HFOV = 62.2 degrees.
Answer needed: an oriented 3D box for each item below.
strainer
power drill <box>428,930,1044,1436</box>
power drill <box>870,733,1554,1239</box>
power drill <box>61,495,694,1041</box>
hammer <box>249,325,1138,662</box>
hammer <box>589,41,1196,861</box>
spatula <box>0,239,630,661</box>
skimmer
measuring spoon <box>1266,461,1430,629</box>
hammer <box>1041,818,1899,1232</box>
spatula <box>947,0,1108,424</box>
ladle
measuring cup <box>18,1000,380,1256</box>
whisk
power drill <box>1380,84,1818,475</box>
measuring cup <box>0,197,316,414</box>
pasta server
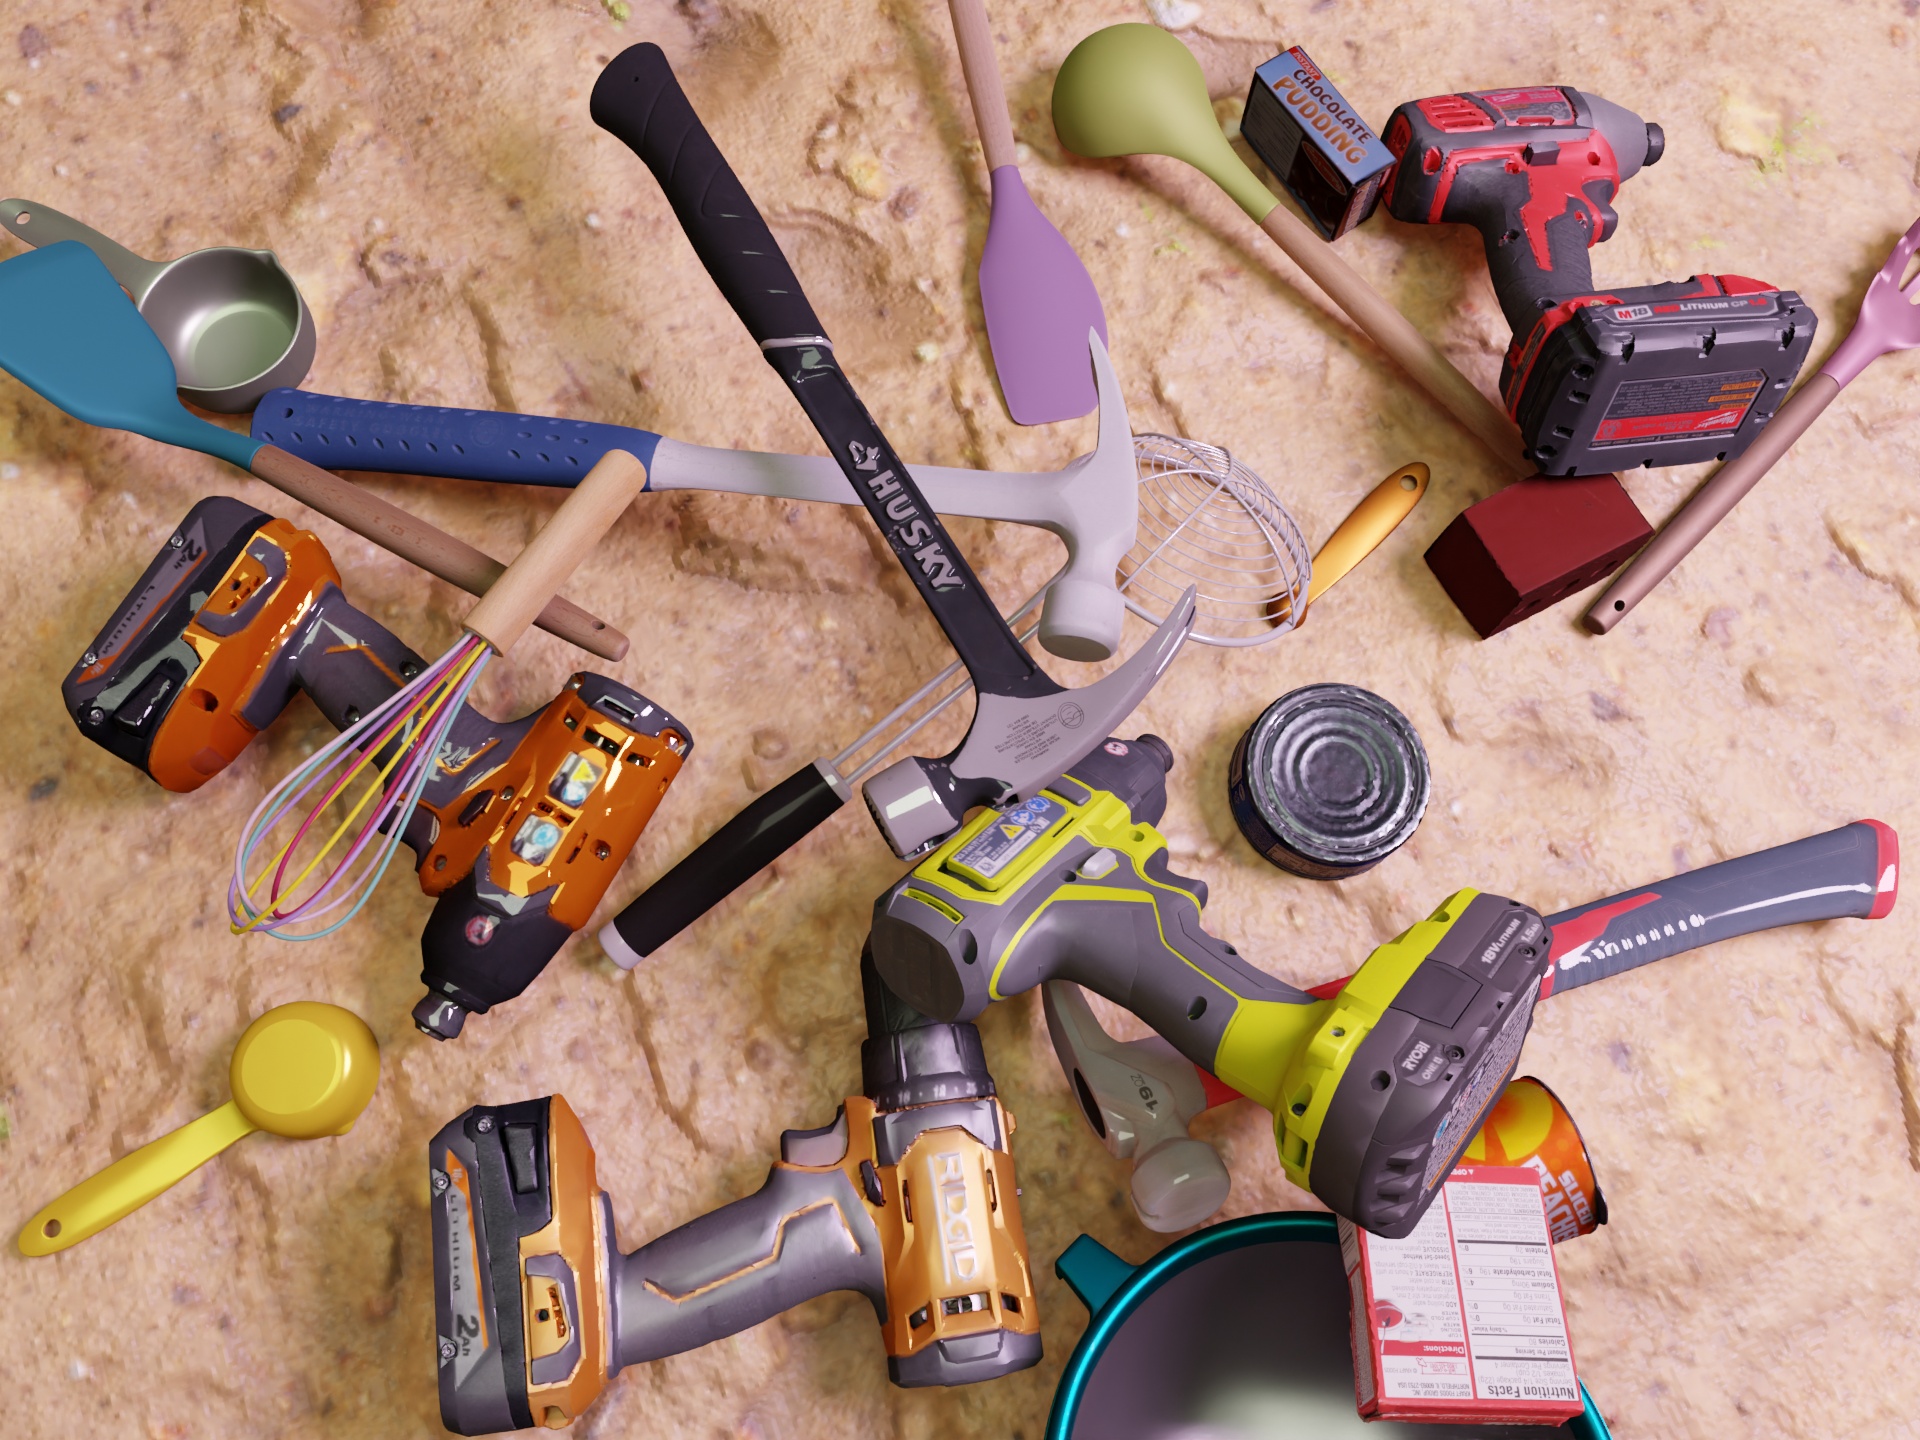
[{"bbox_3d":[0.195,0.302,0.593,0.340,0.095,0.211,2,53,-3],"label":"strainer"},{"bbox_3d":[-0.089,0.179,0.635,0.226,0.084,0.185,-6,72,-9],"label":"power drill"},{"bbox_3d":[0.101,0.084,0.619,0.223,0.080,0.171,25,44,30],"label":"power drill"},{"bbox_3d":[-0.250,0.021,0.674,0.226,0.084,0.164,28,73,2],"label":"power drill"},{"bbox_3d":[-0.121,-0.117,0.705,0.405,0.035,0.144,7,71,11],"label":"hammer"},{"bbox_3d":[-0.055,-0.145,0.668,0.149,0.036,0.409,-29,68,-4],"label":"hammer"},{"bbox_3d":[-0.281,-0.109,0.688,0.317,0.044,0.082,28,42,4],"label":"spatula"},{"bbox_3d":[-0.001,-0.002,0.718,0.363,0.090,0.127,-38,68,-2],"label":"skimmer"},{"bbox_3d":[0.188,-0.086,0.762,0.021,0.011,0.117,43,76,10],"label":"measuring spoon"},{"bbox_3d":[0.227,0.095,0.684,0.386,0.038,0.143,-14,45,-13],"label":"hammer"},{"bbox_3d":[0.019,-0.300,0.801,0.060,0.018,0.316,-12,82,-7],"label":"spatula"},{"bbox_3d":[0.171,-0.230,0.797,0.320,0.062,0.078,45,84,3],"label":"ladle"},{"bbox_3d":[-0.314,0.170,0.649,0.156,0.029,0.062,-32,77,-13],"label":"measuring cup"},{"bbox_3d":[-0.202,-0.014,0.630,0.051,0.047,0.245,35,70,0],"label":"whisk"},{"bbox_3d":[0.298,-0.222,0.754,0.143,0.078,0.220,-7,54,-8],"label":"power drill"},{"bbox_3d":[-0.384,-0.202,0.758,0.167,0.038,0.083,28,74,8],"label":"measuring cup"},{"bbox_3d":[0.414,-0.151,0.780,0.316,0.040,0.060,-43,90,-13],"label":"pasta server"}]
